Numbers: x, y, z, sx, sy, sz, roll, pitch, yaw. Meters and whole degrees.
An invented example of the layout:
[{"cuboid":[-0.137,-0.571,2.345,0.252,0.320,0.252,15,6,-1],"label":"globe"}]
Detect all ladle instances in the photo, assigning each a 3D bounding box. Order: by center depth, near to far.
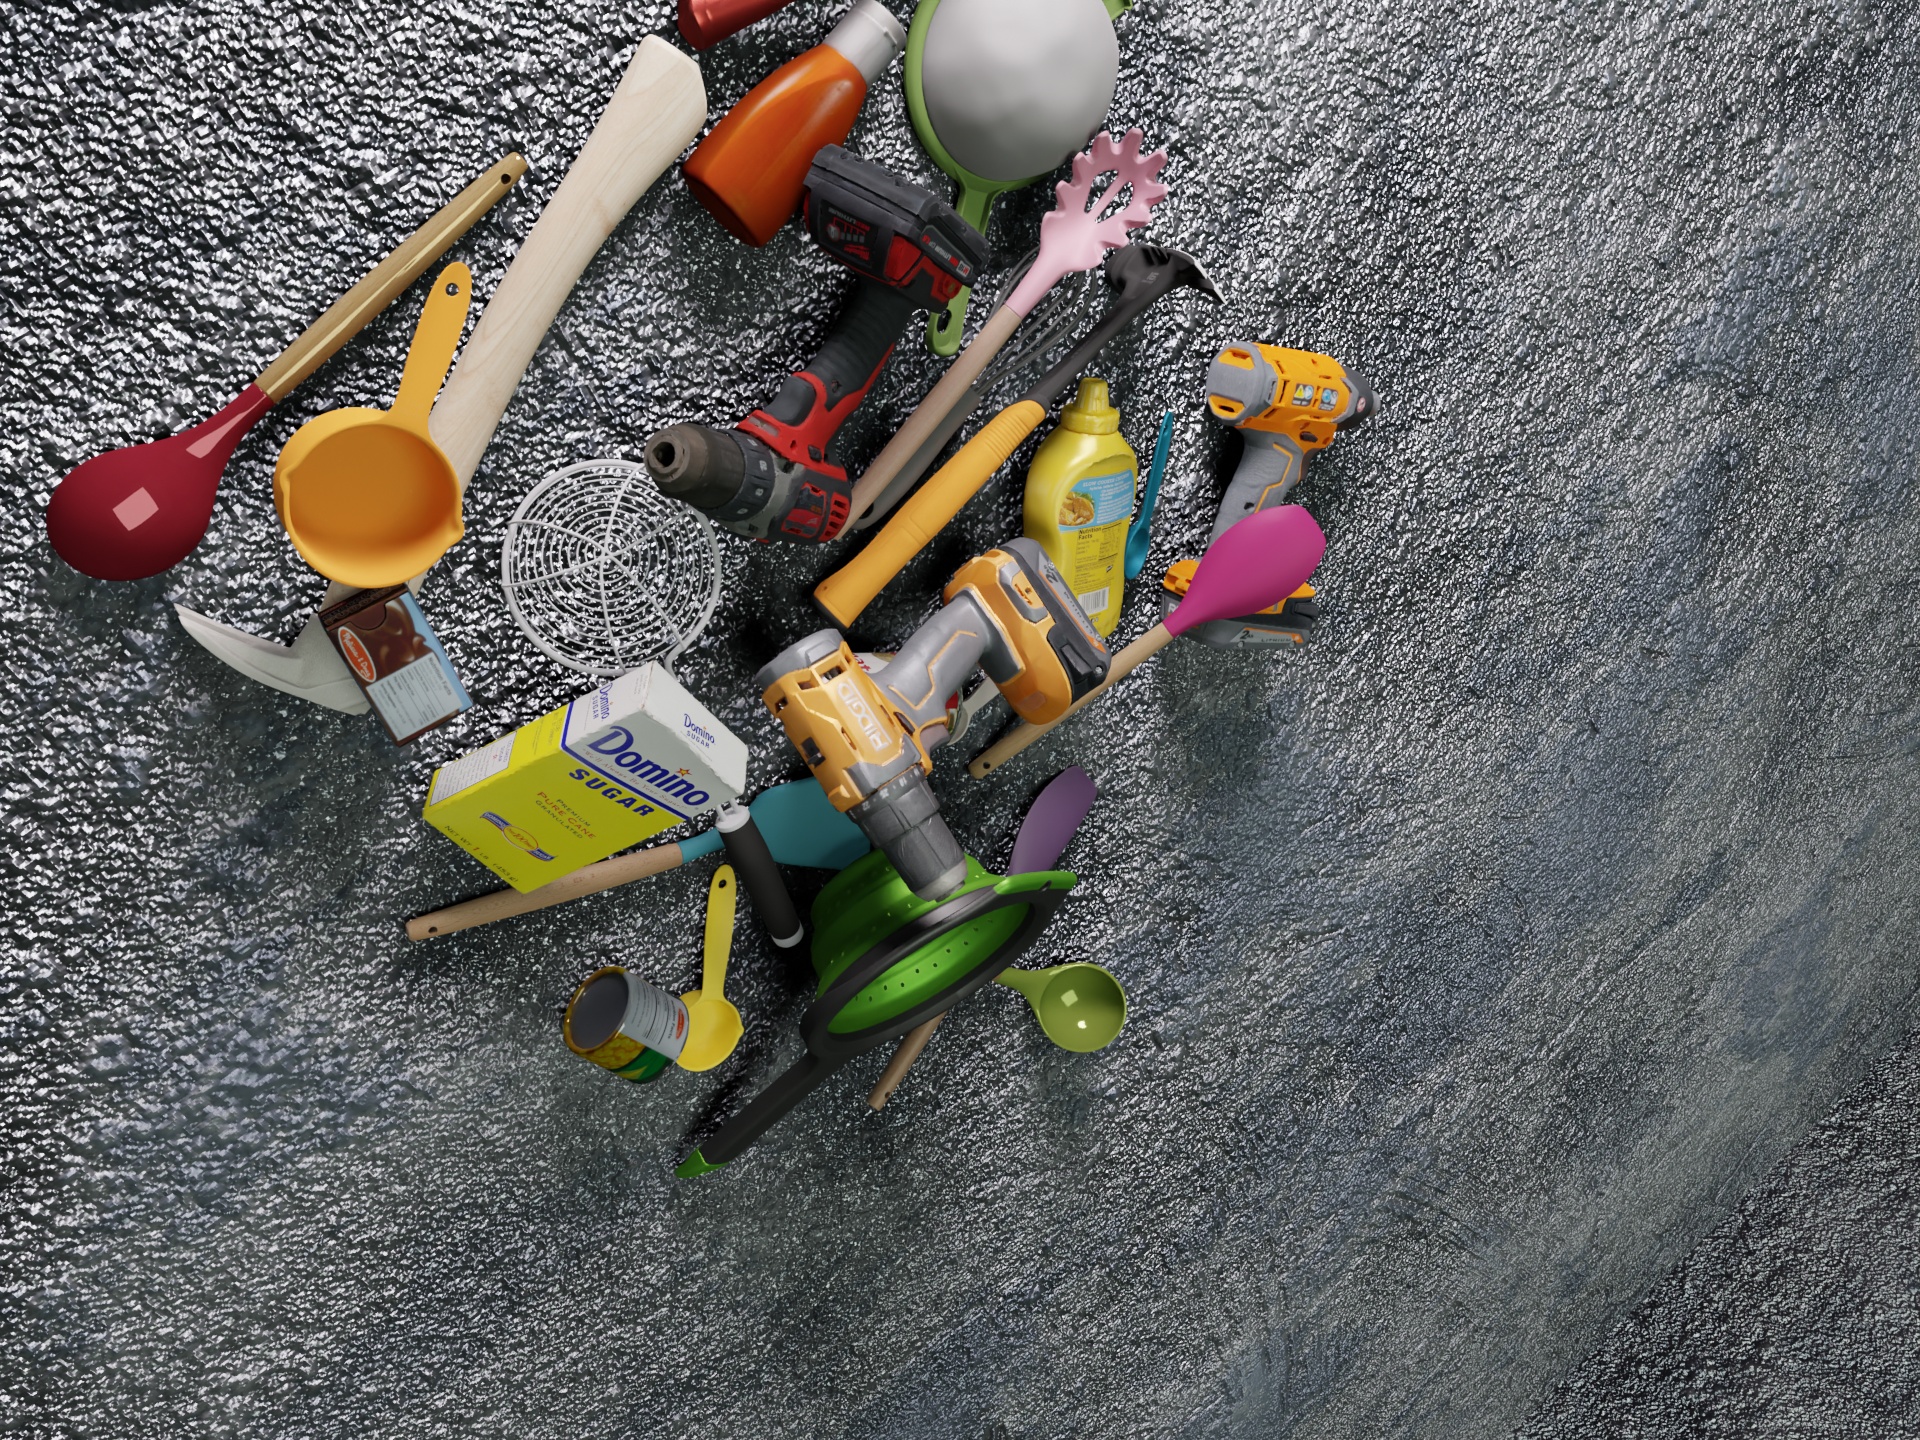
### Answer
[{"cuboid":[-0.342,-0.188,0.828,0.315,0.031,0.069,-46,133,-8],"label":"ladle"},{"cuboid":[0.017,0.206,1.295,0.319,0.062,0.078,25,96,-40],"label":"ladle"}]

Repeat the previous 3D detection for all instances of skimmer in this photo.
[{"cuboid":[-0.174,0.005,1.024,0.127,0.090,0.362,-26,131,-9],"label":"skimmer"}]

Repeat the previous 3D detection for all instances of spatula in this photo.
[{"cuboid":[-0.210,0.100,1.073,0.317,0.044,0.082,-15,119,-28],"label":"spatula"},{"cuboid":[0.016,0.169,1.260,0.316,0.018,0.059,-56,132,-15],"label":"spatula"}]

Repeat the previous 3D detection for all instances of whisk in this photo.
[{"cuboid":[0.003,-0.220,1.054,0.239,0.055,0.055,-49,133,2],"label":"whisk"}]

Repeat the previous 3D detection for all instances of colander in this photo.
[{"cuboid":[-0.095,0.199,1.170,0.397,0.095,0.204,-43,157,22],"label":"colander"}]

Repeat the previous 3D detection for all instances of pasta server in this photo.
[{"cuboid":[0.016,-0.239,1.013,0.060,0.040,0.316,40,98,-6],"label":"pasta server"}]

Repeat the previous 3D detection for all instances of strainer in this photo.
[{"cuboid":[0.031,-0.347,0.985,0.151,0.069,0.256,2,111,-37],"label":"strainer"}]

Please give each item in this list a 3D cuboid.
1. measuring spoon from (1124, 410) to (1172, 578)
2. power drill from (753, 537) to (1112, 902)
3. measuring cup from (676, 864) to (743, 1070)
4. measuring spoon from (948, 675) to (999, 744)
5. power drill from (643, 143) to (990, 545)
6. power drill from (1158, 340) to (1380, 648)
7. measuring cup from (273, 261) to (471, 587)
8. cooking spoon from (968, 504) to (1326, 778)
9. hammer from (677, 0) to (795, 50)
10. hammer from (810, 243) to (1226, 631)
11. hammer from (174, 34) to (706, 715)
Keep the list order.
[{"cuboid":[0.136,-0.171,1.201,0.042,0.021,0.128,-6,111,-62],"label":"measuring spoon"},{"cuboid":[-0.002,-0.003,1.046,0.226,0.084,0.185,-33,89,-35],"label":"power drill"},{"cuboid":[-0.185,0.177,1.155,0.062,0.029,0.156,1,102,-37],"label":"measuring cup"},{"cuboid":[0.020,-0.029,1.196,0.124,0.018,0.034,-43,132,-19],"label":"measuring spoon"},{"cuboid":[-0.088,-0.211,0.928,0.226,0.080,0.188,-62,161,10],"label":"power drill"},{"cuboid":[0.248,-0.173,1.239,0.164,0.084,0.226,-2,112,-36],"label":"power drill"},{"cuboid":[-0.293,-0.156,0.819,0.095,0.052,0.173,17,101,-38],"label":"measuring cup"},{"cuboid":[0.135,-0.052,1.196,0.319,0.017,0.068,-36,102,10],"label":"cooking spoon"},{"cuboid":[0.000,-0.469,0.895,0.359,0.037,0.149,-36,108,-12],"label":"hammer"},{"cuboid":[0.029,-0.185,1.055,0.337,0.127,0.034,-45,118,1],"label":"hammer"},{"cuboid":[-0.269,-0.192,0.873,0.146,0.038,0.410,27,96,-41],"label":"hammer"}]
